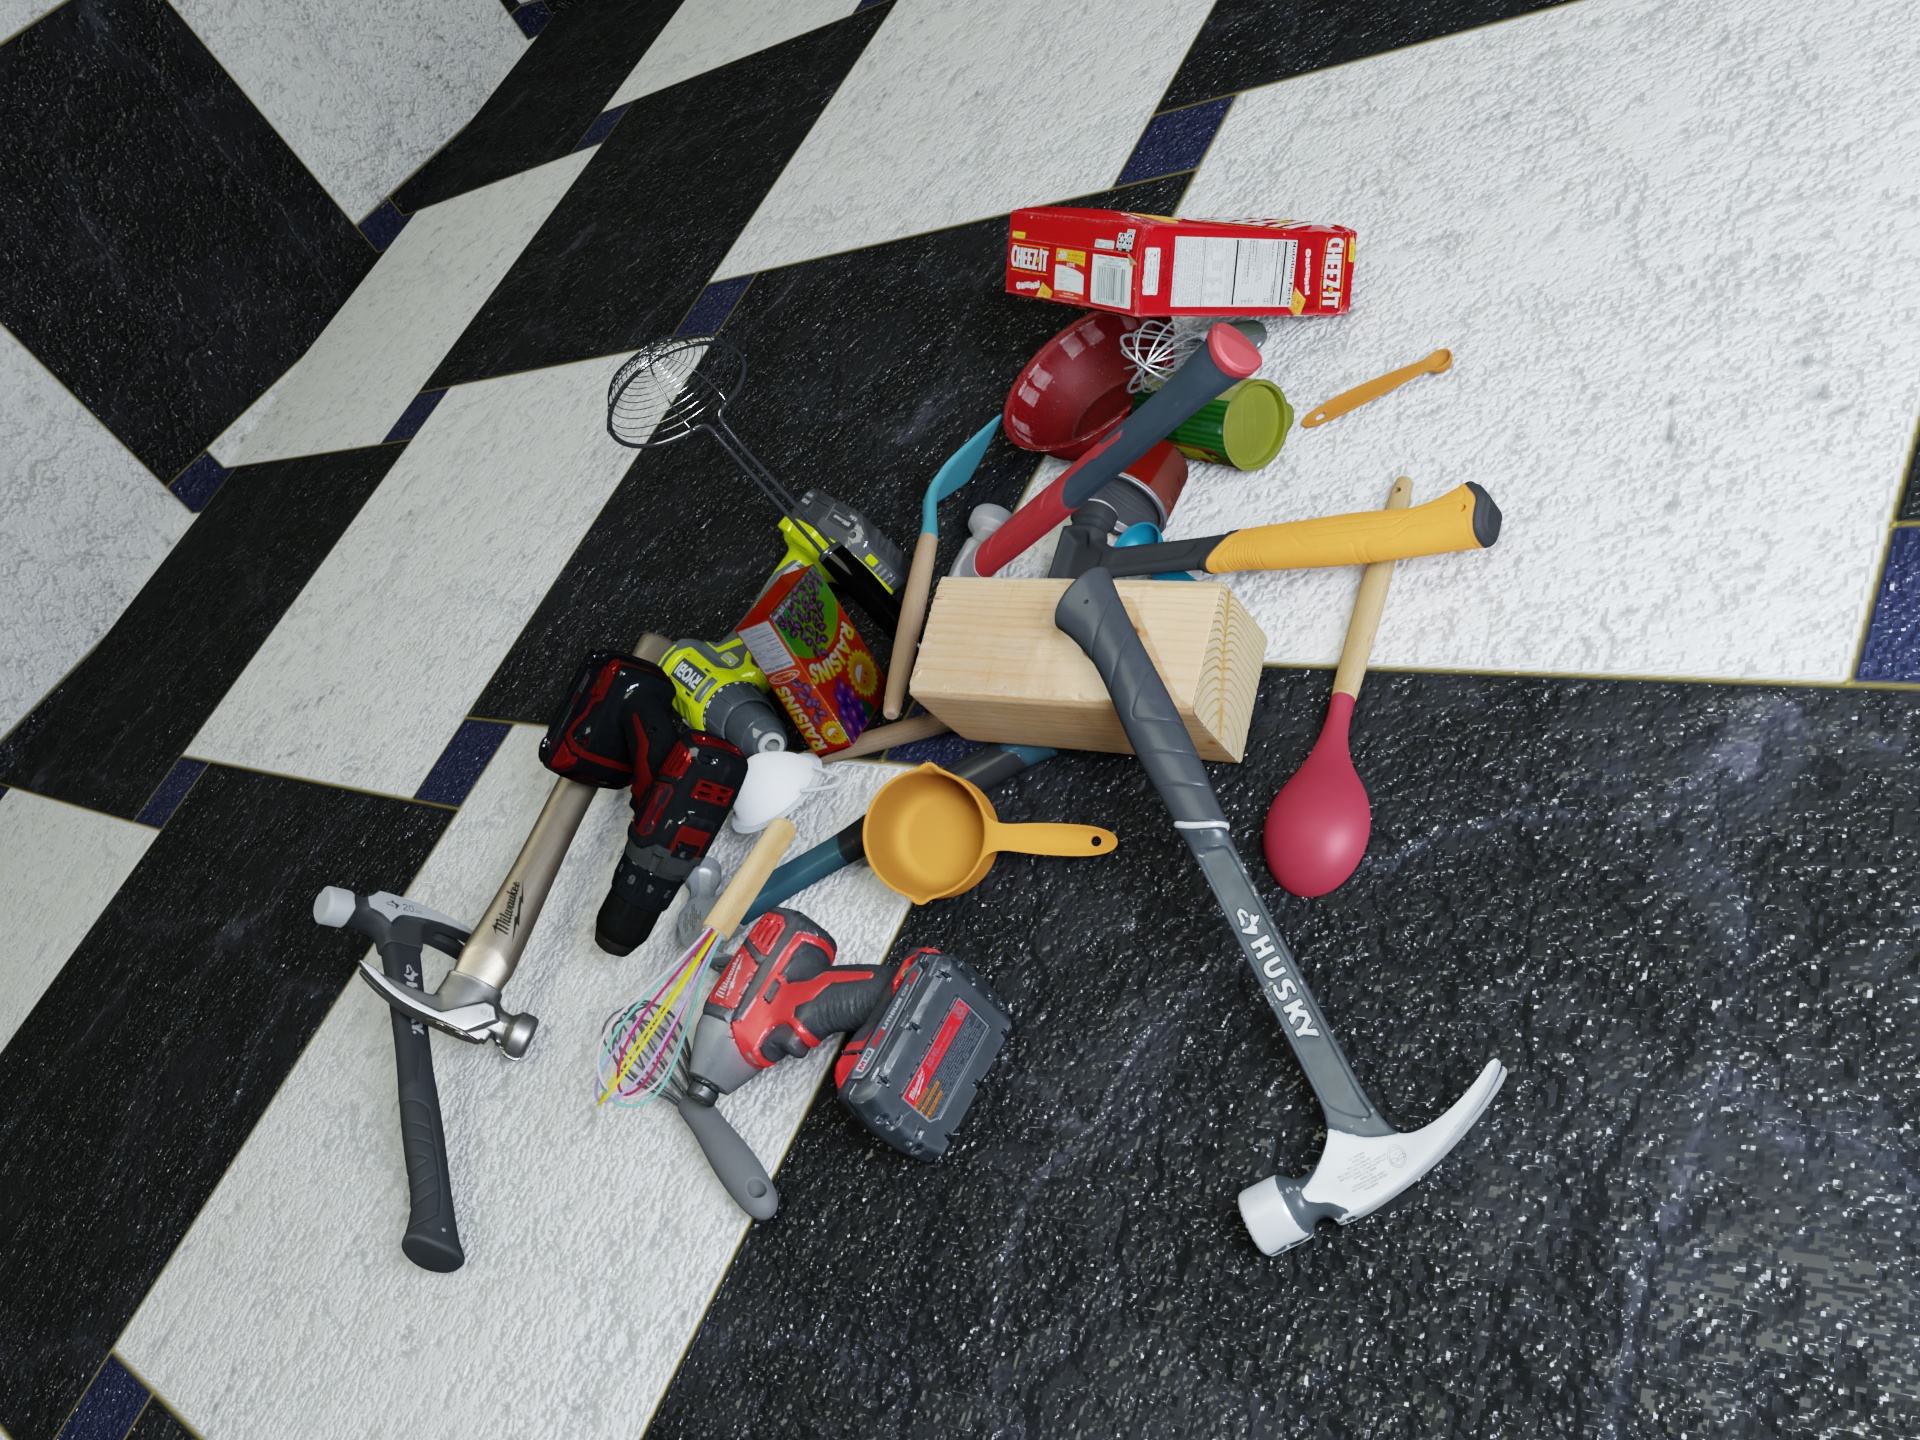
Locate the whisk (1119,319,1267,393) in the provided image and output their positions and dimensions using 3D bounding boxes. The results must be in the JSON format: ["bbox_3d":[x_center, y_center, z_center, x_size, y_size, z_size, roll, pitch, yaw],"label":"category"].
[{"bbox_3d":[0.177,-0.271,1.160,0.246,0.059,0.057,-31,-22,-56],"label":"whisk"}]

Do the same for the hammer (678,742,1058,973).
[{"bbox_3d":[-0.074,0.086,1.166,0.331,0.033,0.128,-30,39,18],"label":"hammer"}]

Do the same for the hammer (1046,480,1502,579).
[{"bbox_3d":[0.195,-0.109,1.064,0.337,0.034,0.127,-3,60,43],"label":"hammer"}]

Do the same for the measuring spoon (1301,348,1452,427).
[{"bbox_3d":[0.299,-0.235,1.141,0.117,0.011,0.021,-22,43,32],"label":"measuring spoon"}]

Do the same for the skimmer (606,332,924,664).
[{"bbox_3d":[-0.147,-0.174,1.296,0.127,0.363,0.090,-42,-4,-12],"label":"skimmer"}]

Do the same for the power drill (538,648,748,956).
[{"bbox_3d":[-0.263,0.061,1.272,0.188,0.080,0.227,-61,39,11],"label":"power drill"}]

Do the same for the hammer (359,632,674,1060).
[{"bbox_3d":[-0.352,0.081,1.366,0.038,0.146,0.411,-54,12,55],"label":"hammer"}]

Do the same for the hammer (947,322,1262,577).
[{"bbox_3d":[0.080,-0.155,1.111,0.386,0.038,0.143,-33,32,60],"label":"hammer"}]

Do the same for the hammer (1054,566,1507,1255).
[{"bbox_3d":[0.146,0.072,0.883,0.149,0.036,0.409,-31,57,13],"label":"hammer"}]

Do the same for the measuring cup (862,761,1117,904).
[{"bbox_3d":[0.023,0.079,1.072,0.173,0.052,0.095,2,83,15],"label":"measuring cup"}]

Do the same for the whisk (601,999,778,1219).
[{"bbox_3d":[-0.186,0.265,1.095,0.055,0.055,0.239,-48,42,-5],"label":"whisk"}]

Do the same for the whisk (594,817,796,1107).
[{"bbox_3d":[-0.182,0.167,1.120,0.051,0.047,0.245,21,59,18],"label":"whisk"}]

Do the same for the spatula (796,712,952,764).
[{"bbox_3d":[-0.002,-0.004,1.195,0.316,0.018,0.060,-16,31,32],"label":"spatula"}]

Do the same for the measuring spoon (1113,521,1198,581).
[{"bbox_3d":[0.153,-0.101,1.144,0.042,0.021,0.129,-47,42,8],"label":"measuring spoon"}]

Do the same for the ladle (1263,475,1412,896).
[{"bbox_3d":[0.246,-0.034,0.989,0.069,0.031,0.316,-5,51,39],"label":"ladle"}]

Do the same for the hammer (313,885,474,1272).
[{"bbox_3d":[-0.429,0.279,1.265,0.035,0.146,0.335,-44,47,22],"label":"hammer"}]

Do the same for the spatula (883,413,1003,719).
[{"bbox_3d":[-0.019,-0.123,1.264,0.082,0.044,0.318,123,163,-50],"label":"spatula"}]

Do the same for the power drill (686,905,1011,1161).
[{"bbox_3d":[-0.087,0.202,1.029,0.220,0.078,0.143,4,55,46],"label":"power drill"}]

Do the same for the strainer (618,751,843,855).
[{"bbox_3d":[-0.198,0.071,1.276,0.258,0.050,0.087,-24,28,38],"label":"strainer"}]

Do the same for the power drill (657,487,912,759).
[{"bbox_3d":[-0.148,-0.074,1.350,0.228,0.080,0.191,-51,38,-4],"label":"power drill"}]
